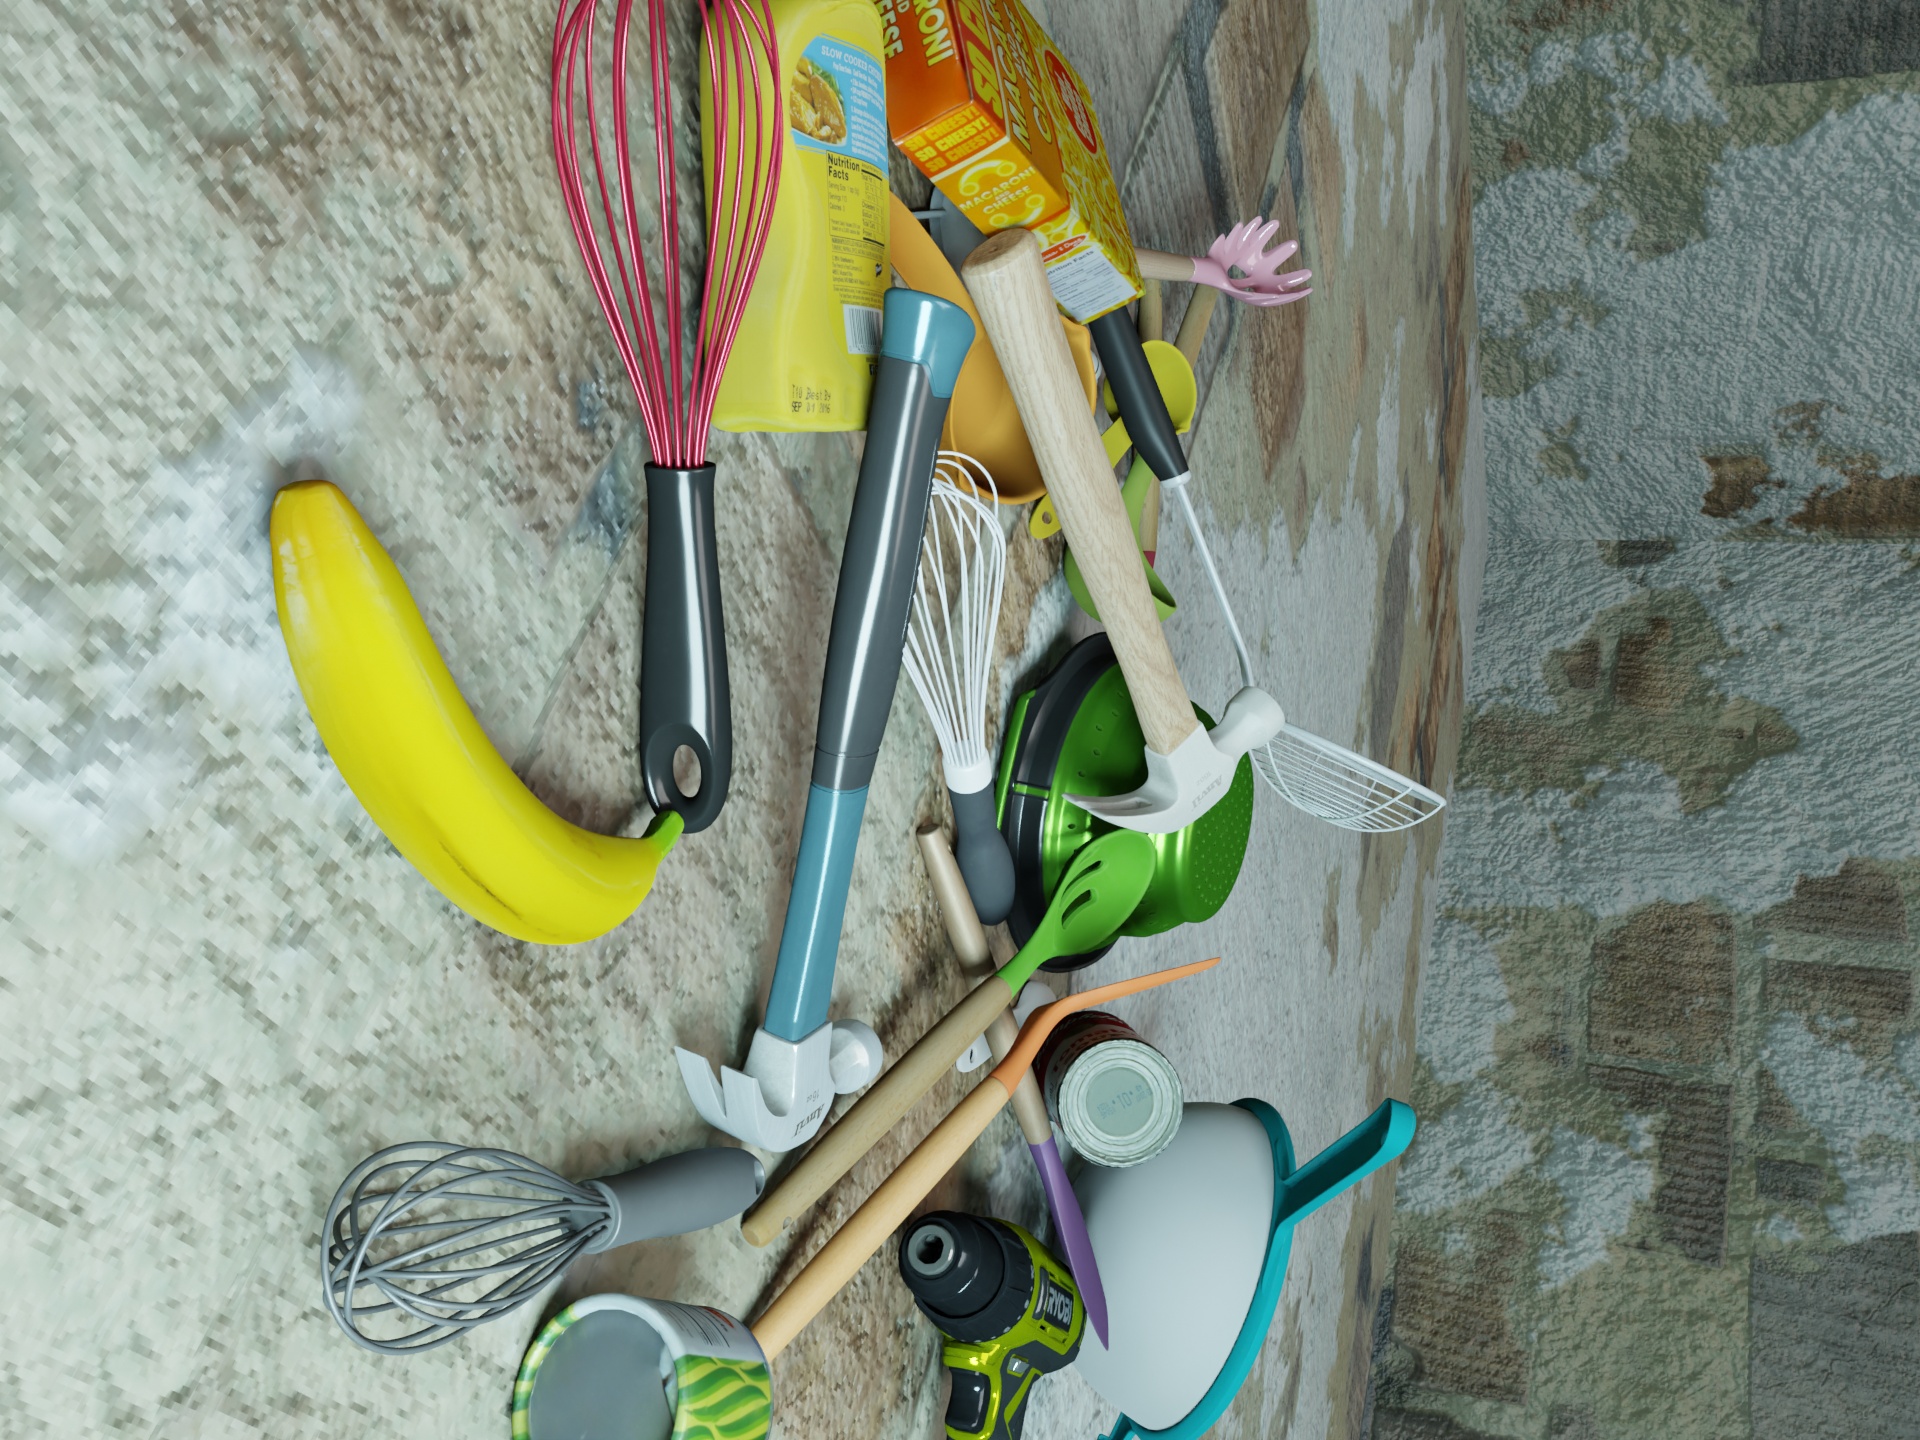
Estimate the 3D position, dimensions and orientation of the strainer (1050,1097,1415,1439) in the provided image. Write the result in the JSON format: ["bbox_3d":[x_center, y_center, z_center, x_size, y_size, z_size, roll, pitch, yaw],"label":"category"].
[{"bbox_3d":[0.131,0.278,0.907,0.340,0.095,0.211,120,-10,-49],"label":"strainer"}]

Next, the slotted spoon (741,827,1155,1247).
[{"bbox_3d":[0.004,0.137,0.742,0.314,0.031,0.070,-37,137,-45],"label":"slotted spoon"}]

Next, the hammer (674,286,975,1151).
[{"bbox_3d":[-0.042,0.009,0.592,0.128,0.033,0.331,-22,126,-65],"label":"hammer"}]

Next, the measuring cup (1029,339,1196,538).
[{"bbox_3d":[0.080,-0.158,0.919,0.156,0.029,0.062,-50,116,-22],"label":"measuring cup"}]

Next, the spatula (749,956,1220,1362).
[{"bbox_3d":[0.008,0.191,0.726,0.322,0.081,0.041,-38,95,-41],"label":"spatula"}]

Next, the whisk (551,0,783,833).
[{"bbox_3d":[-0.092,-0.102,0.514,0.073,0.073,0.295,-34,129,-61],"label":"whisk"}]

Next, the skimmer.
[{"bbox_3d":[0.172,-0.094,0.913,0.127,0.090,0.363,-140,-155,-78],"label":"skimmer"}]

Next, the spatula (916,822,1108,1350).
[{"bbox_3d":[0.033,0.194,0.815,0.060,0.018,0.315,-82,154,-69],"label":"spatula"}]

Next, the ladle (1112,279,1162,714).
[{"bbox_3d":[0.121,-0.136,1.042,0.069,0.031,0.315,-2,93,-66],"label":"ladle"}]

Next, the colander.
[{"bbox_3d":[0.148,0.066,0.996,0.396,0.094,0.204,16,85,-61],"label":"colander"}]

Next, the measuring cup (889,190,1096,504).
[{"bbox_3d":[-0.008,-0.169,0.697,0.095,0.052,0.173,-53,132,-11],"label":"measuring cup"}]

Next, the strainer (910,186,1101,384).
[{"bbox_3d":[0.038,-0.214,0.822,0.258,0.050,0.087,13,68,-70],"label":"strainer"}]

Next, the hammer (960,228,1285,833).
[{"bbox_3d":[0.068,-0.073,0.747,0.130,0.031,0.331,-43,131,-21],"label":"hammer"}]

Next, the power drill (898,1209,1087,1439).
[{"bbox_3d":[-0.001,0.357,0.769,0.190,0.080,0.229,57,39,-56],"label":"power drill"}]

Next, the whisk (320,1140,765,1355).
[{"bbox_3d":[-0.119,0.155,0.507,0.238,0.055,0.055,30,66,-70],"label":"whisk"}]

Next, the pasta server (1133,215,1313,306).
[{"bbox_3d":[0.129,-0.278,0.959,0.316,0.040,0.060,-17,80,-54],"label":"pasta server"}]

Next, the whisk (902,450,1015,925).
[{"bbox_3d":[-0.001,-0.002,0.741,0.070,0.070,0.284,-62,152,-44],"label":"whisk"}]

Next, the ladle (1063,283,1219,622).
[{"bbox_3d":[0.133,-0.188,0.992,0.078,0.062,0.320,36,57,-25],"label":"ladle"}]

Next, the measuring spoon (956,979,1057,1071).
[{"bbox_3d":[0.029,0.173,0.880,0.124,0.018,0.034,-13,106,-65],"label":"measuring spoon"}]
